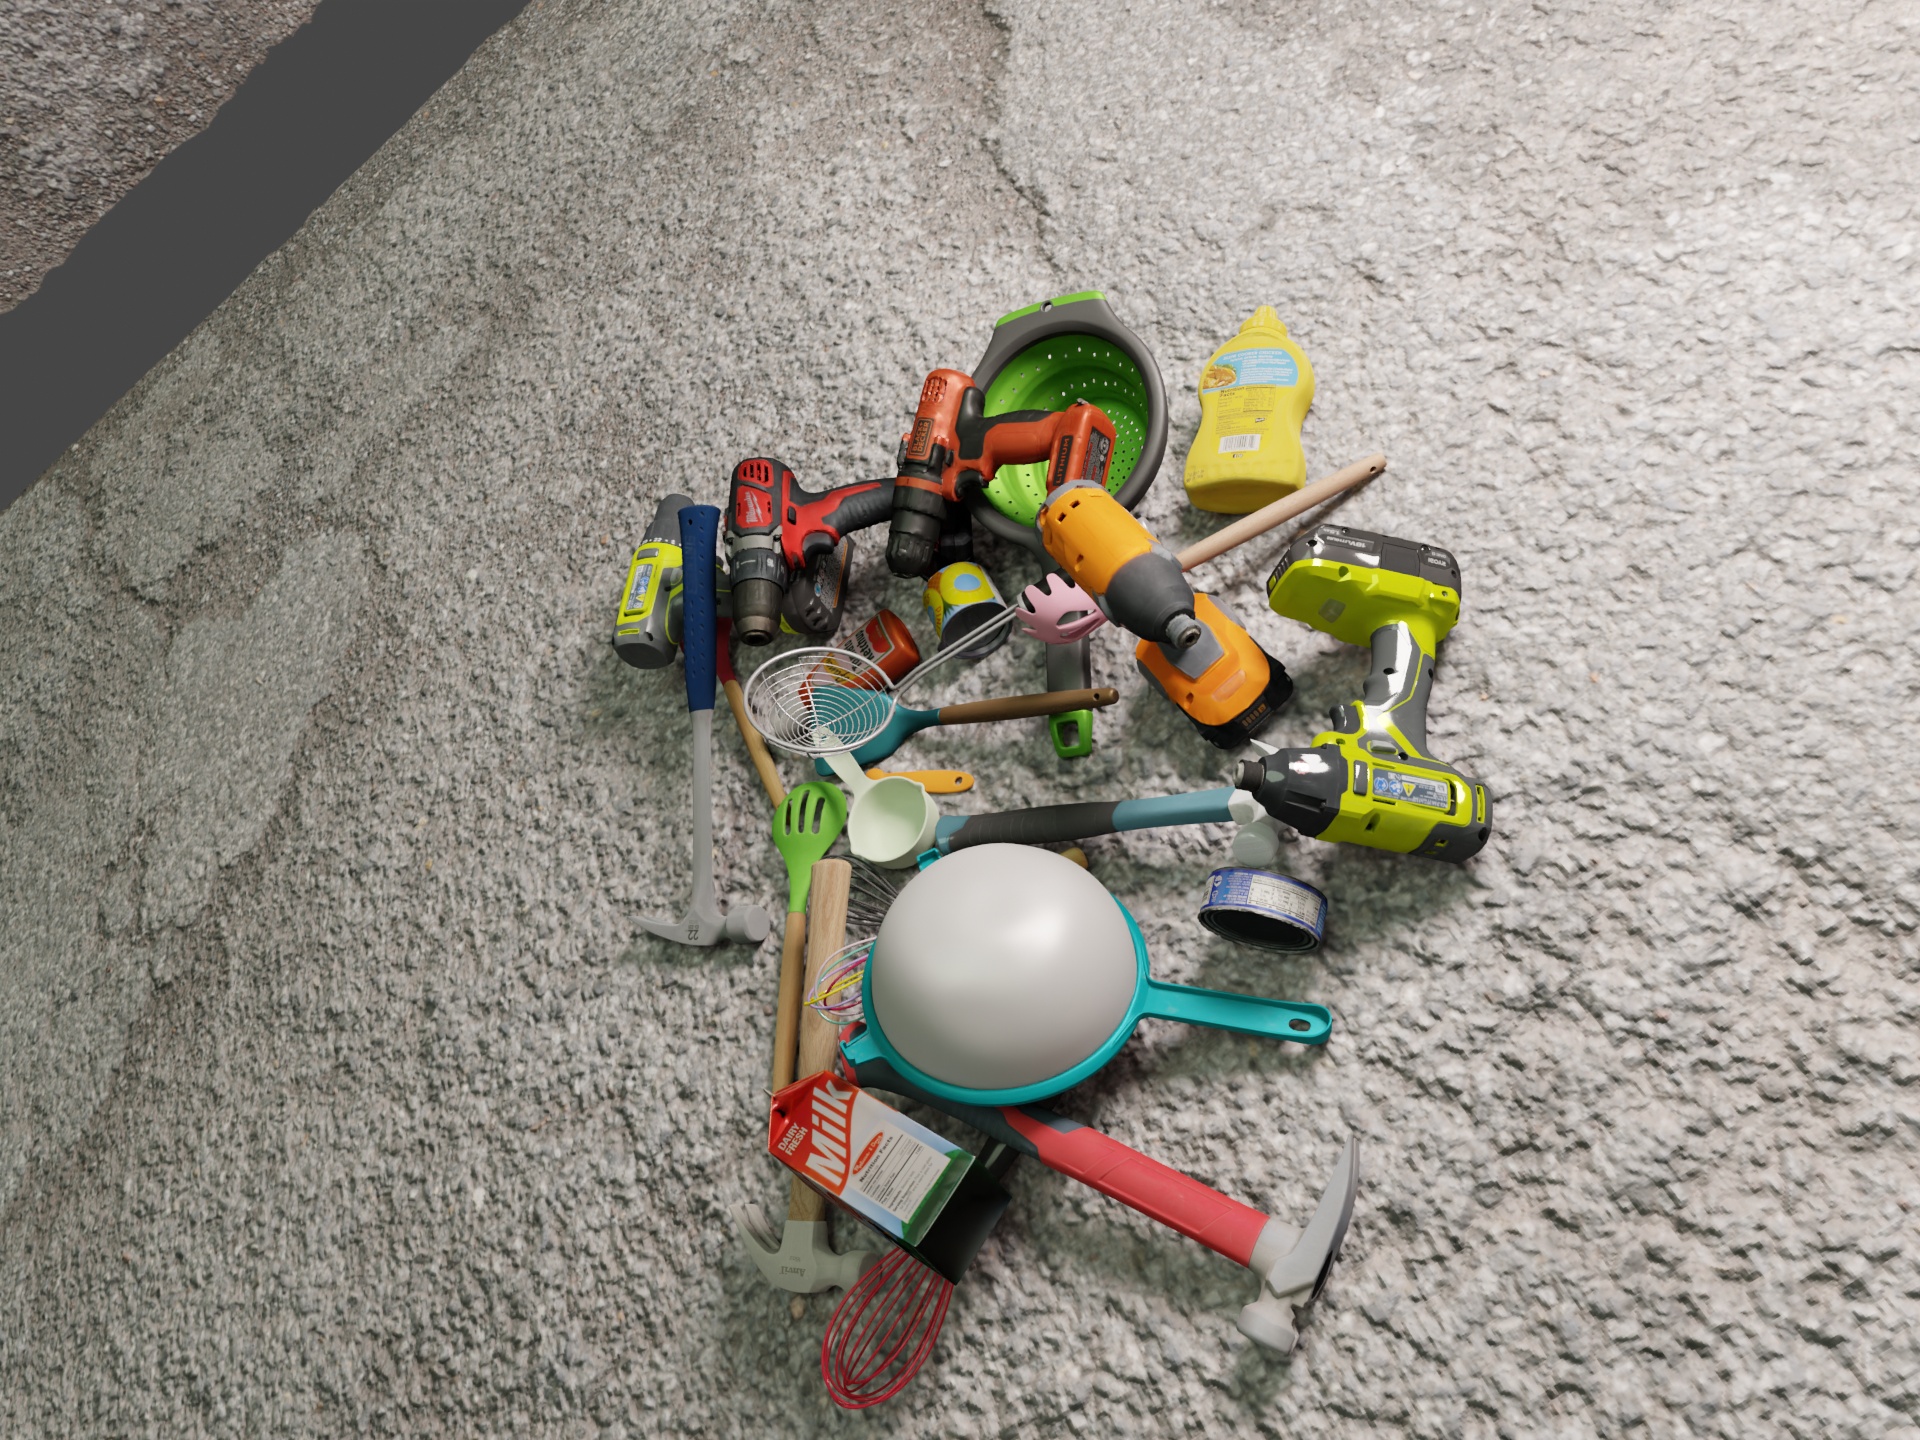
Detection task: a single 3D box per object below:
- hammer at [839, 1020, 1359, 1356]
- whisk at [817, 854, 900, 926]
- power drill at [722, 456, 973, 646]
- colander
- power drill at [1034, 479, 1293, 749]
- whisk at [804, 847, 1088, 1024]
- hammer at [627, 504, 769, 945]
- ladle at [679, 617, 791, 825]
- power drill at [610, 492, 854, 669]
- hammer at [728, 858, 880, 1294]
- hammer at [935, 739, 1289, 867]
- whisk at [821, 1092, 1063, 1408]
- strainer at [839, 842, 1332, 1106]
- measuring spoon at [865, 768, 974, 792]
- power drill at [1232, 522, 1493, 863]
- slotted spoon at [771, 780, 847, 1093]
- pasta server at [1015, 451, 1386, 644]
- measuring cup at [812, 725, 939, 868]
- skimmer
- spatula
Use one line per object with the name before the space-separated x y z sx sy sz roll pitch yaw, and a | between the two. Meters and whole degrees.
hammer | 0.079 0.280 1.102 0.386 0.038 0.143 19 74 31
whisk | -0.035 0.160 1.291 0.239 0.055 0.055 18 75 36
power drill | -0.102 -0.155 1.431 0.226 0.080 0.188 -3 60 1
colander | 0.103 -0.161 1.364 0.204 0.094 0.397 -8 78 30
power drill | 0.157 -0.067 1.161 0.084 0.226 0.164 -43 48 7
whisk | -0.010 0.163 1.223 0.245 0.047 0.051 -27 59 -9
hammer | -0.242 0.003 1.456 0.144 0.035 0.406 -9 78 33
ladle | -0.215 -0.015 1.533 0.069 0.031 0.316 -37 50 10
power drill | -0.226 -0.152 1.561 0.228 0.080 0.191 -5 59 23
hammer | -0.115 0.274 1.253 0.130 0.031 0.331 -9 69 32
hammer | 0.111 0.075 1.215 0.331 0.033 0.128 -9 26 39
whisk | -0.002 0.359 1.143 0.073 0.073 0.296 23 72 41
strainer | 0.085 0.165 1.107 0.340 0.095 0.211 6 48 20
measuring spoon | -0.038 0.051 1.377 0.117 0.011 0.021 0 65 35
power drill | 0.276 -0.020 1.106 0.171 0.080 0.223 12 60 -7
slotted spoon | -0.140 0.190 1.357 0.070 0.031 0.314 -6 62 16
pasta server | 0.193 -0.140 1.261 0.316 0.060 0.040 -27 42 -3
measuring cup | -0.077 0.062 1.372 0.083 0.038 0.168 -44 52 3
skimmer | -0.013 -0.080 1.305 0.363 0.090 0.127 -31 42 20
spatula | -0.002 -0.004 1.342 0.317 0.044 0.082 -7 83 42
